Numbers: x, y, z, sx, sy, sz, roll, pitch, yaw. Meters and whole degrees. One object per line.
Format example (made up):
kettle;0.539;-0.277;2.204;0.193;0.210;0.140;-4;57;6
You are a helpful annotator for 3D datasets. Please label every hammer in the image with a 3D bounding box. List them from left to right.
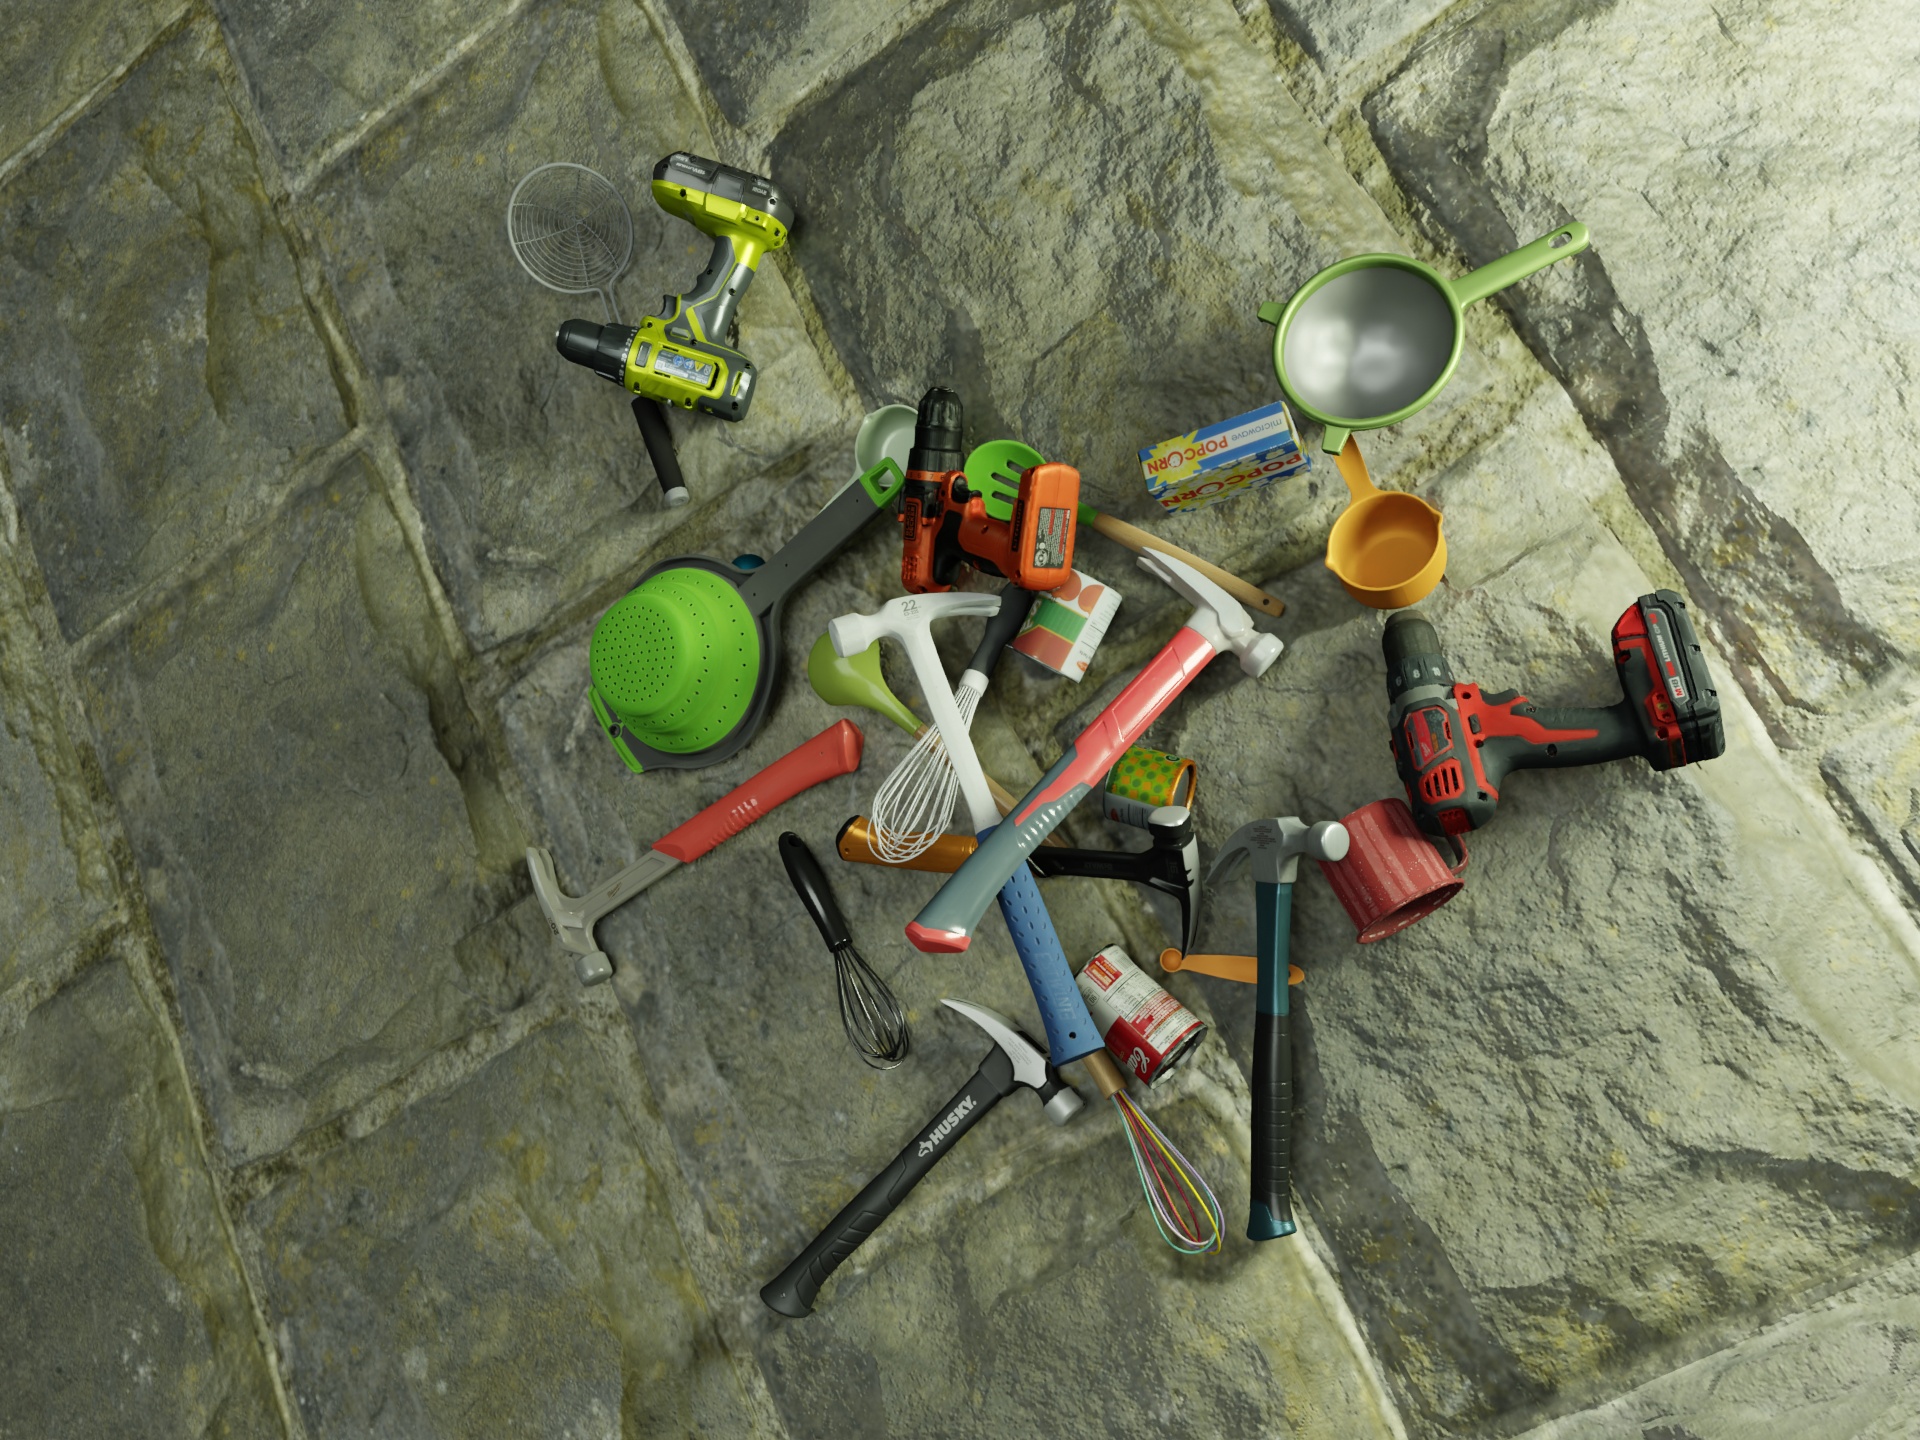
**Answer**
hammer;-0.245;0.097;1.482;0.359;0.036;0.149;-34;71;15
hammer;-0.054;0.385;1.357;0.335;0.035;0.146;-47;68;9
hammer;0.026;0.075;1.275;0.144;0.035;0.406;-18;71;-11
hammer;0.042;0.123;1.344;0.337;0.034;0.127;3;116;29
hammer;0.084;0.027;1.258;0.143;0.038;0.386;40;71;13
hammer;0.241;0.239;1.228;0.128;0.033;0.331;2;92;57

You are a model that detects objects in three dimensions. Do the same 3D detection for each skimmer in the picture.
skimmer;-0.347;-0.380;1.572;0.127;0.090;0.363;-25;73;10

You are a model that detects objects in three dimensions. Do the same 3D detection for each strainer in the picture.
strainer;0.379;-0.318;1.275;0.256;0.069;0.152;-26;69;14

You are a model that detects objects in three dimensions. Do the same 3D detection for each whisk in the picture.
whisk;-0.109;0.199;1.405;0.055;0.055;0.239;-35;66;14
whisk;-0.001;-0.004;1.356;0.070;0.070;0.285;17;69;24
whisk;0.137;0.322;1.287;0.051;0.047;0.245;-34;66;2

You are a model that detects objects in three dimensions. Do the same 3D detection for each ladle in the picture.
ladle;-0.013;0.026;1.402;0.320;0.062;0.078;40;100;16

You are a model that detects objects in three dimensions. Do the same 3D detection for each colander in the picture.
colander;-0.215;-0.107;1.449;0.397;0.094;0.205;-40;72;18

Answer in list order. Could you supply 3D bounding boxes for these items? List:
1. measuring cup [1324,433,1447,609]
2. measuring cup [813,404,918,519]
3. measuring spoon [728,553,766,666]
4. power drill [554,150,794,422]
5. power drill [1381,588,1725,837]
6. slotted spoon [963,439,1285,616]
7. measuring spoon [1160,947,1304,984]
measuring cup;0.332;-0.166;1.283;0.095;0.052;0.174;-23;57;17
measuring cup;-0.085;-0.216;1.469;0.167;0.038;0.083;-46;69;15
measuring spoon;-0.205;-0.097;1.504;0.042;0.021;0.129;-5;78;22
power drill;-0.269;-0.417;1.525;0.190;0.080;0.228;17;87;-2
power drill;0.431;-0.024;1.192;0.226;0.080;0.188;-17;57;20
slotted spoon;0.138;-0.160;1.371;0.314;0.031;0.070;29;93;22
measuring spoon;0.220;0.200;1.289;0.117;0.011;0.021;4;85;19
